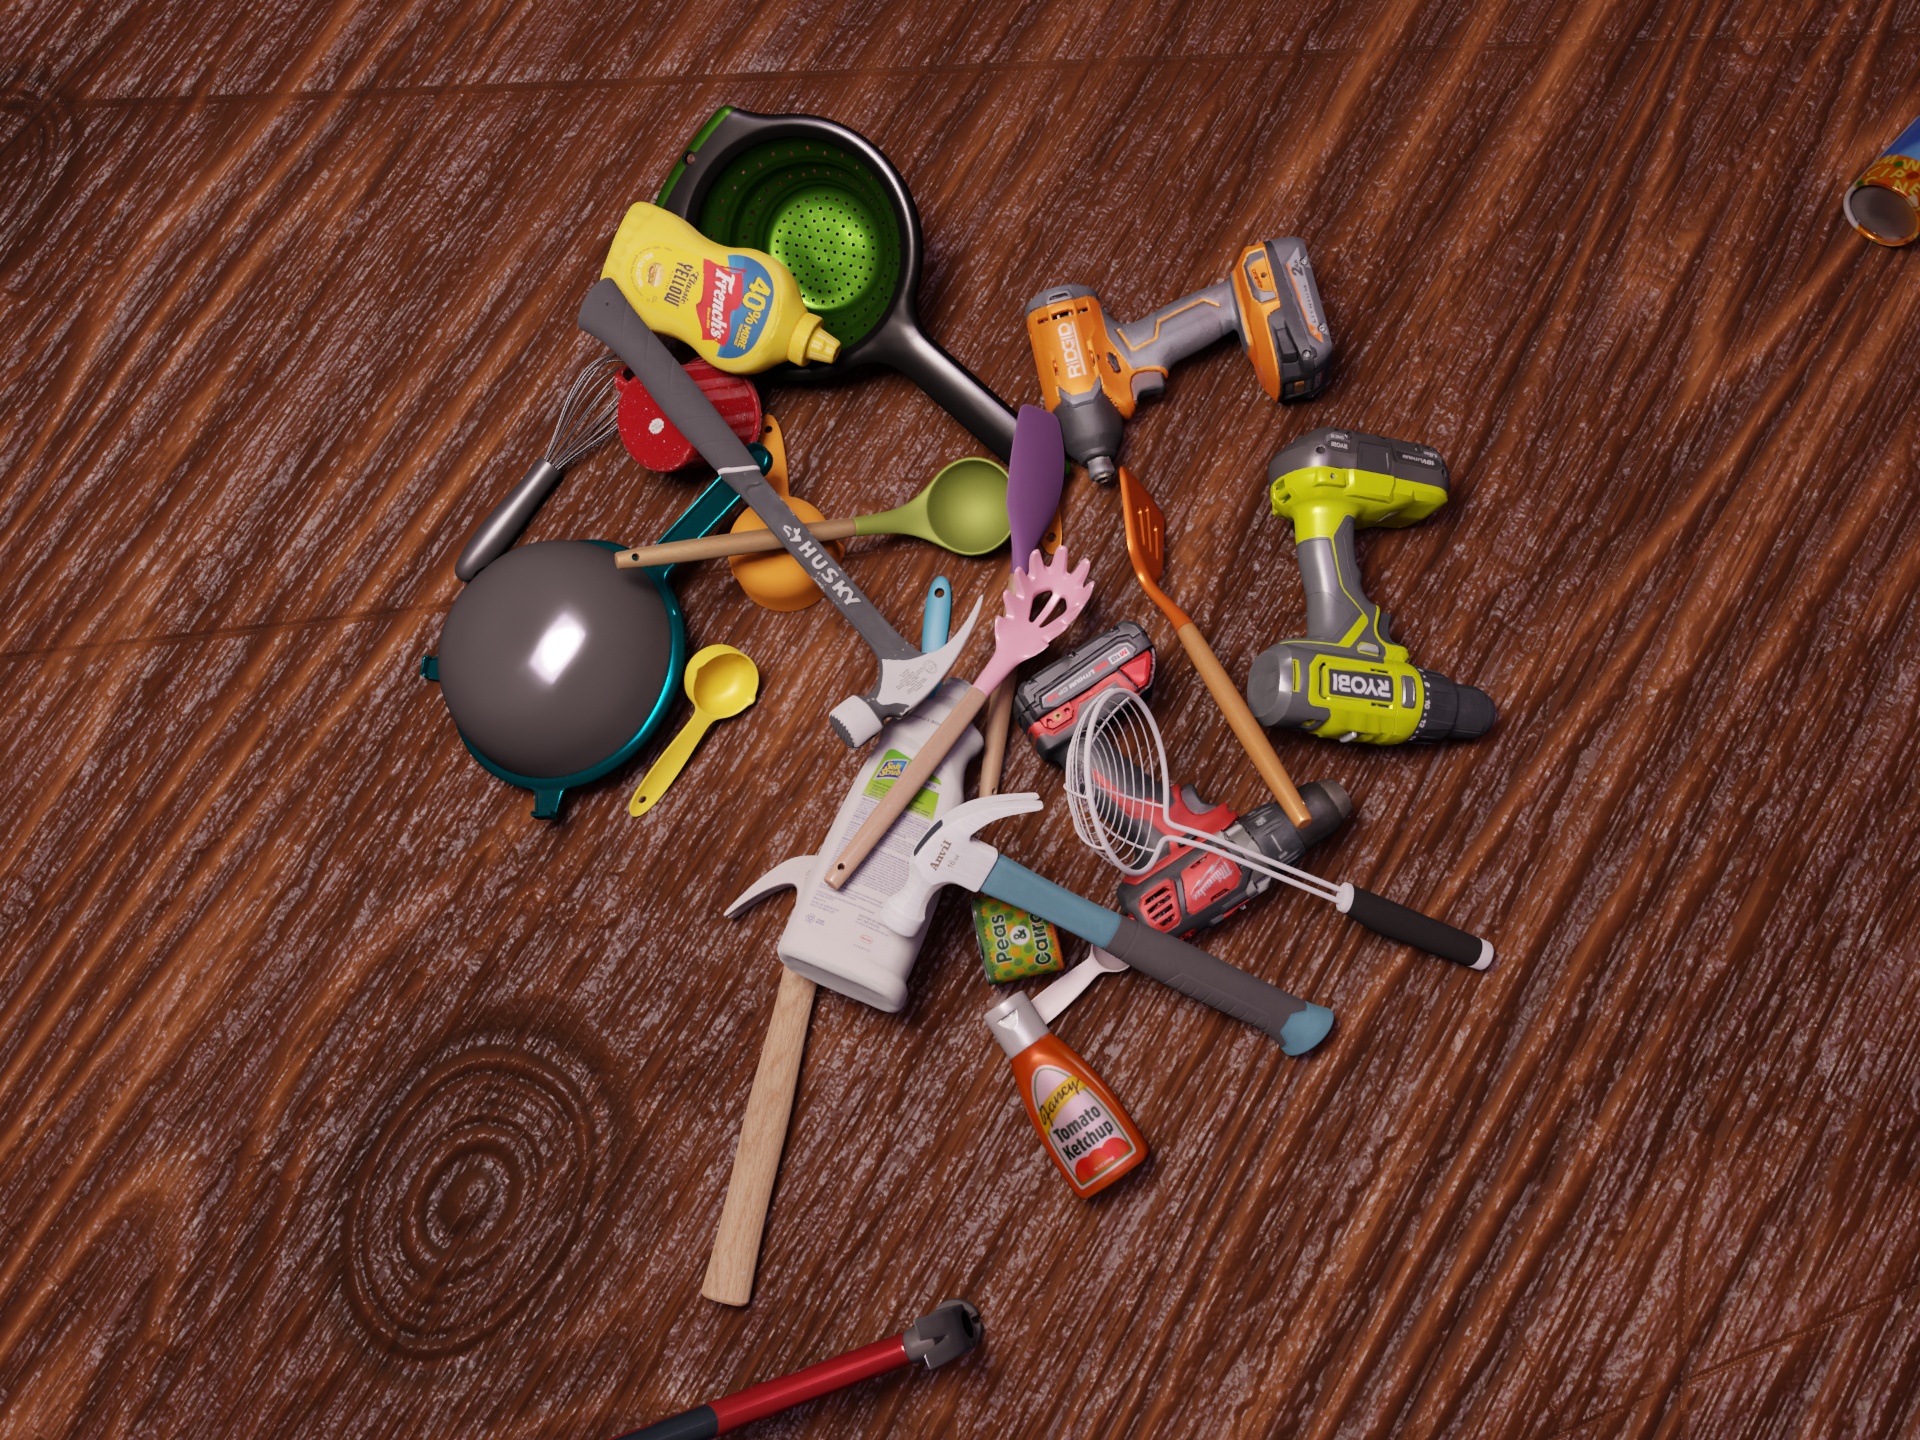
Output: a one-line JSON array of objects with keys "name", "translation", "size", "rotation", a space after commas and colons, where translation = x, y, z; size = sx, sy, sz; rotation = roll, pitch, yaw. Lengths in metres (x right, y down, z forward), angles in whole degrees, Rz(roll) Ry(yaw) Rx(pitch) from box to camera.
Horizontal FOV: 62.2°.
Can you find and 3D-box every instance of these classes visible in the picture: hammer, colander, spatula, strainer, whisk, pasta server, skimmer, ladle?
[{"name": "hammer", "translation": [-0.149, -0.176, 1.196], "size": [0.149, 0.036, 0.409], "rotation": [-38, 83, -18]}, {"name": "hammer", "translation": [-0.139, 0.263, 1.188], "size": [0.130, 0.031, 0.331], "rotation": [11, 77, 8]}, {"name": "colander", "translation": [-0.062, -0.331, 1.304], "size": [0.397, 0.094, 0.204], "rotation": [41, 110, -2]}, {"name": "spatula", "translation": [0.184, -0.055, 1.169], "size": [0.041, 0.081, 0.323], "rotation": [-35, 55, 14]}, {"name": "strainer", "translation": [-0.283, -0.103, 1.233], "size": [0.340, 0.095, 0.211], "rotation": [-46, 65, 2]}, {"name": "whisk", "translation": [-0.341, -0.211, 1.322], "size": [0.055, 0.055, 0.239], "rotation": [37, 86, 13]}, {"name": "pasta server", "translation": [-0.002, -0.004, 1.172], "size": [0.060, 0.040, 0.316], "rotation": [32, 67, 15]}, {"name": "skimmer", "translation": [0.231, 0.092, 1.105], "size": [0.363, 0.090, 0.127], "rotation": [23, 56, -11]}, {"name": "spatula", "translation": [0.044, -0.088, 1.240], "size": [0.018, 0.059, 0.316], "rotation": [5, 85, 48]}, {"name": "ladle", "translation": [-0.105, -0.148, 1.228], "size": [0.320, 0.062, 0.078], "rotation": [-11, 88, -19]}, {"name": "hammer", "translation": [0.117, 0.156, 1.127], "size": [0.331, 0.033, 0.128], "rotation": [27, 101, -12]}, {"name": "hammer", "translation": [-0.176, 0.482, 1.090], "size": [0.386, 0.143, 0.038], "rotation": [-22, 72, 4]}]

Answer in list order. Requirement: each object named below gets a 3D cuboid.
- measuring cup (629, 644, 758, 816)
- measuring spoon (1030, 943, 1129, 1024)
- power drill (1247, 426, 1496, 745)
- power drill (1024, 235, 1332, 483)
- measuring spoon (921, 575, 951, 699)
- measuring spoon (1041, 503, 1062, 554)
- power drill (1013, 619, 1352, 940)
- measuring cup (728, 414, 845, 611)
[{"name": "measuring cup", "translation": [-0.220, 0.007, 1.261], "size": [0.156, 0.062, 0.029], "rotation": [-54, 41, 4]}, {"name": "measuring spoon", "translation": [0.081, 0.200, 1.194], "size": [0.124, 0.018, 0.034], "rotation": [-40, 80, 2]}, {"name": "power drill", "translation": [0.313, -0.092, 1.198], "size": [0.190, 0.080, 0.229], "rotation": [7, 75, -17]}, {"name": "power drill", "translation": [0.176, -0.286, 1.274], "size": [0.226, 0.084, 0.164], "rotation": [-13, 75, 7]}, {"name": "measuring spoon", "translation": [-0.023, -0.056, 1.262], "size": [0.042, 0.021, 0.129], "rotation": [5, 78, 7]}, {"name": "measuring spoon", "translation": [0.068, -0.190, 1.296], "size": [0.021, 0.011, 0.117], "rotation": [-10, 78, 10]}, {"name": "power drill", "translation": [0.164, 0.037, 1.195], "size": [0.188, 0.080, 0.227], "rotation": [-32, 78, -3]}, {"name": "measuring cup", "translation": [-0.150, -0.177, 1.290], "size": [0.095, 0.052, 0.174], "rotation": [-10, 77, 3]}]
